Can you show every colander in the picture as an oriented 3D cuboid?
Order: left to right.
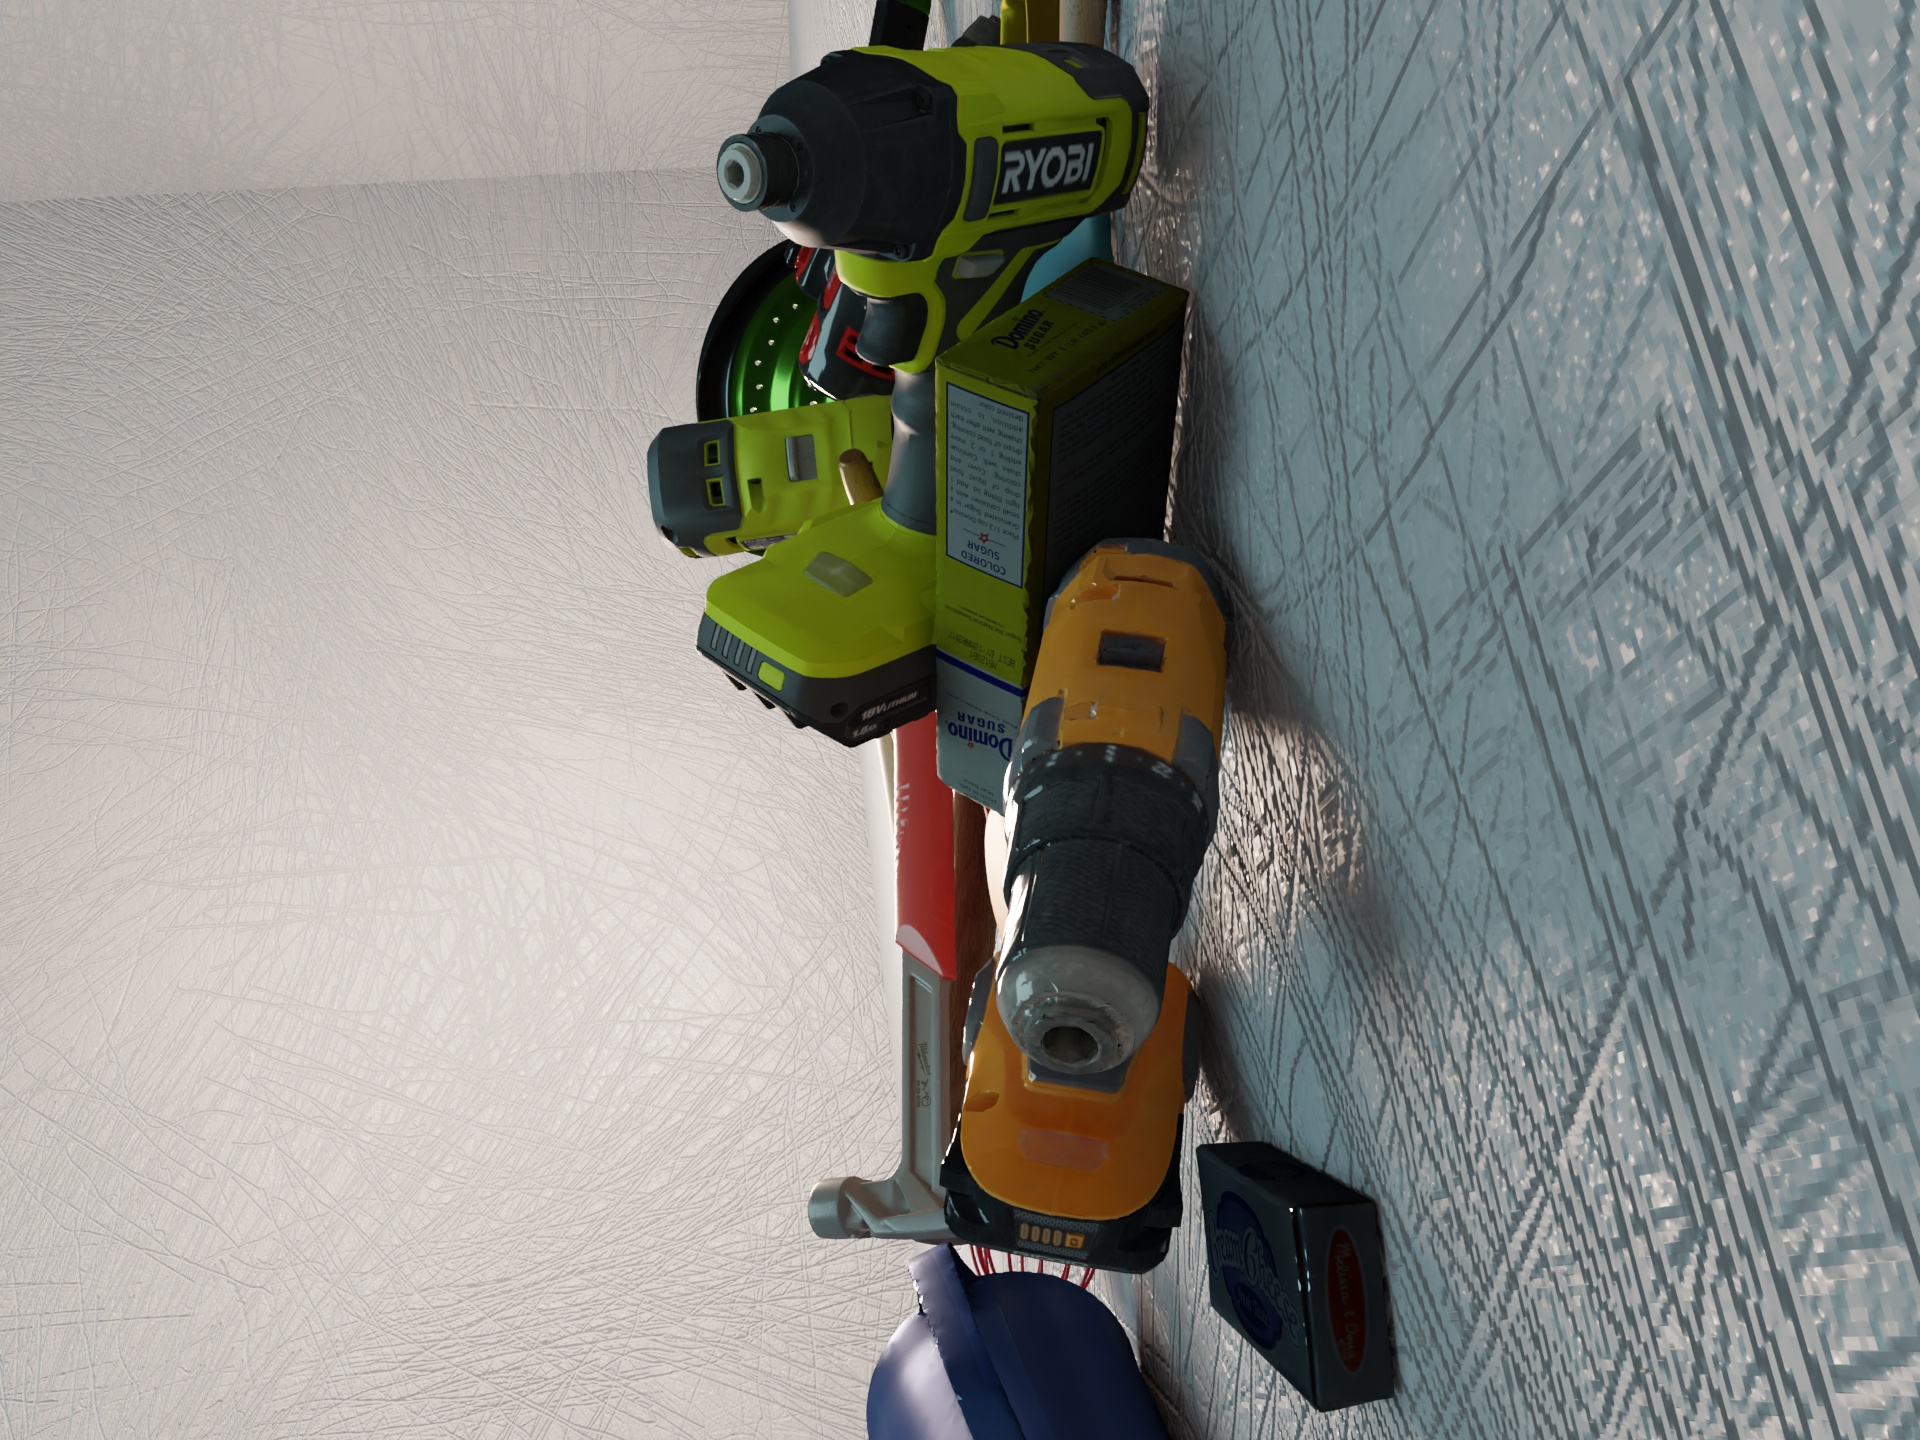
[{"bbox_3d":[-0.045,-0.287,1.015,0.095,0.204,0.397,22,104,45],"label":"colander"}]

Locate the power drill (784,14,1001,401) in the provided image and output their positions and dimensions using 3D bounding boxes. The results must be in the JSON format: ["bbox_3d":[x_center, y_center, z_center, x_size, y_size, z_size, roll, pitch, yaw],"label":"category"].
[{"bbox_3d":[-0.026,-0.271,0.821,0.188,0.080,0.227,-63,17,21],"label":"power drill"}]

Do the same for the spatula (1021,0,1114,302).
[{"bbox_3d":[0.036,-0.256,0.573,0.082,0.044,0.317,44,141,50],"label":"spatula"}]

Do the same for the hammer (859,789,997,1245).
[{"bbox_3d":[0.007,0.128,0.914,0.031,0.130,0.331,152,125,-65],"label":"hammer"}]

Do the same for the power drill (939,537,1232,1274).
[{"bbox_3d":[0.040,0.082,0.497,0.185,0.084,0.226,-74,-10,-51],"label":"power drill"}]

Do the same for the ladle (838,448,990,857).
[{"bbox_3d":[-0.001,-0.002,0.741,0.315,0.031,0.069,67,-163,-45],"label":"ladle"}]

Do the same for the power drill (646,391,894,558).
[{"bbox_3d":[-0.033,-0.109,0.805,0.228,0.190,0.080,32,-129,-80],"label":"power drill"}]

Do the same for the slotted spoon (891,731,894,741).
[{"bbox_3d":[-0.035,0.033,1.201,0.070,0.031,0.313,-78,-21,-43],"label":"slotted spoon"}]

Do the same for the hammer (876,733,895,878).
[{"bbox_3d":[-0.054,0.002,1.270,0.146,0.038,0.410,-81,-15,-63],"label":"hammer"}]

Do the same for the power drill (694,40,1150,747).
[{"bbox_3d":[-0.022,-0.111,0.544,0.080,0.171,0.223,31,128,28],"label":"power drill"}]

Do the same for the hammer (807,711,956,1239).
[{"bbox_3d":[-0.012,0.093,0.865,0.036,0.149,0.359,34,-133,-50],"label":"hammer"}]

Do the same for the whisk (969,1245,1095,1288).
[{"bbox_3d":[0.038,0.173,0.855,0.073,0.073,0.296,105,165,-72],"label":"whisk"}]

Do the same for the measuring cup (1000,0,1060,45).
[{"bbox_3d":[0.039,-0.304,0.599,0.156,0.029,0.062,99,165,-46],"label":"measuring cup"}]

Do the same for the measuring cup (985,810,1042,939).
[{"bbox_3d":[0.049,0.108,0.686,0.095,0.052,0.174,111,151,-67],"label":"measuring cup"}]
